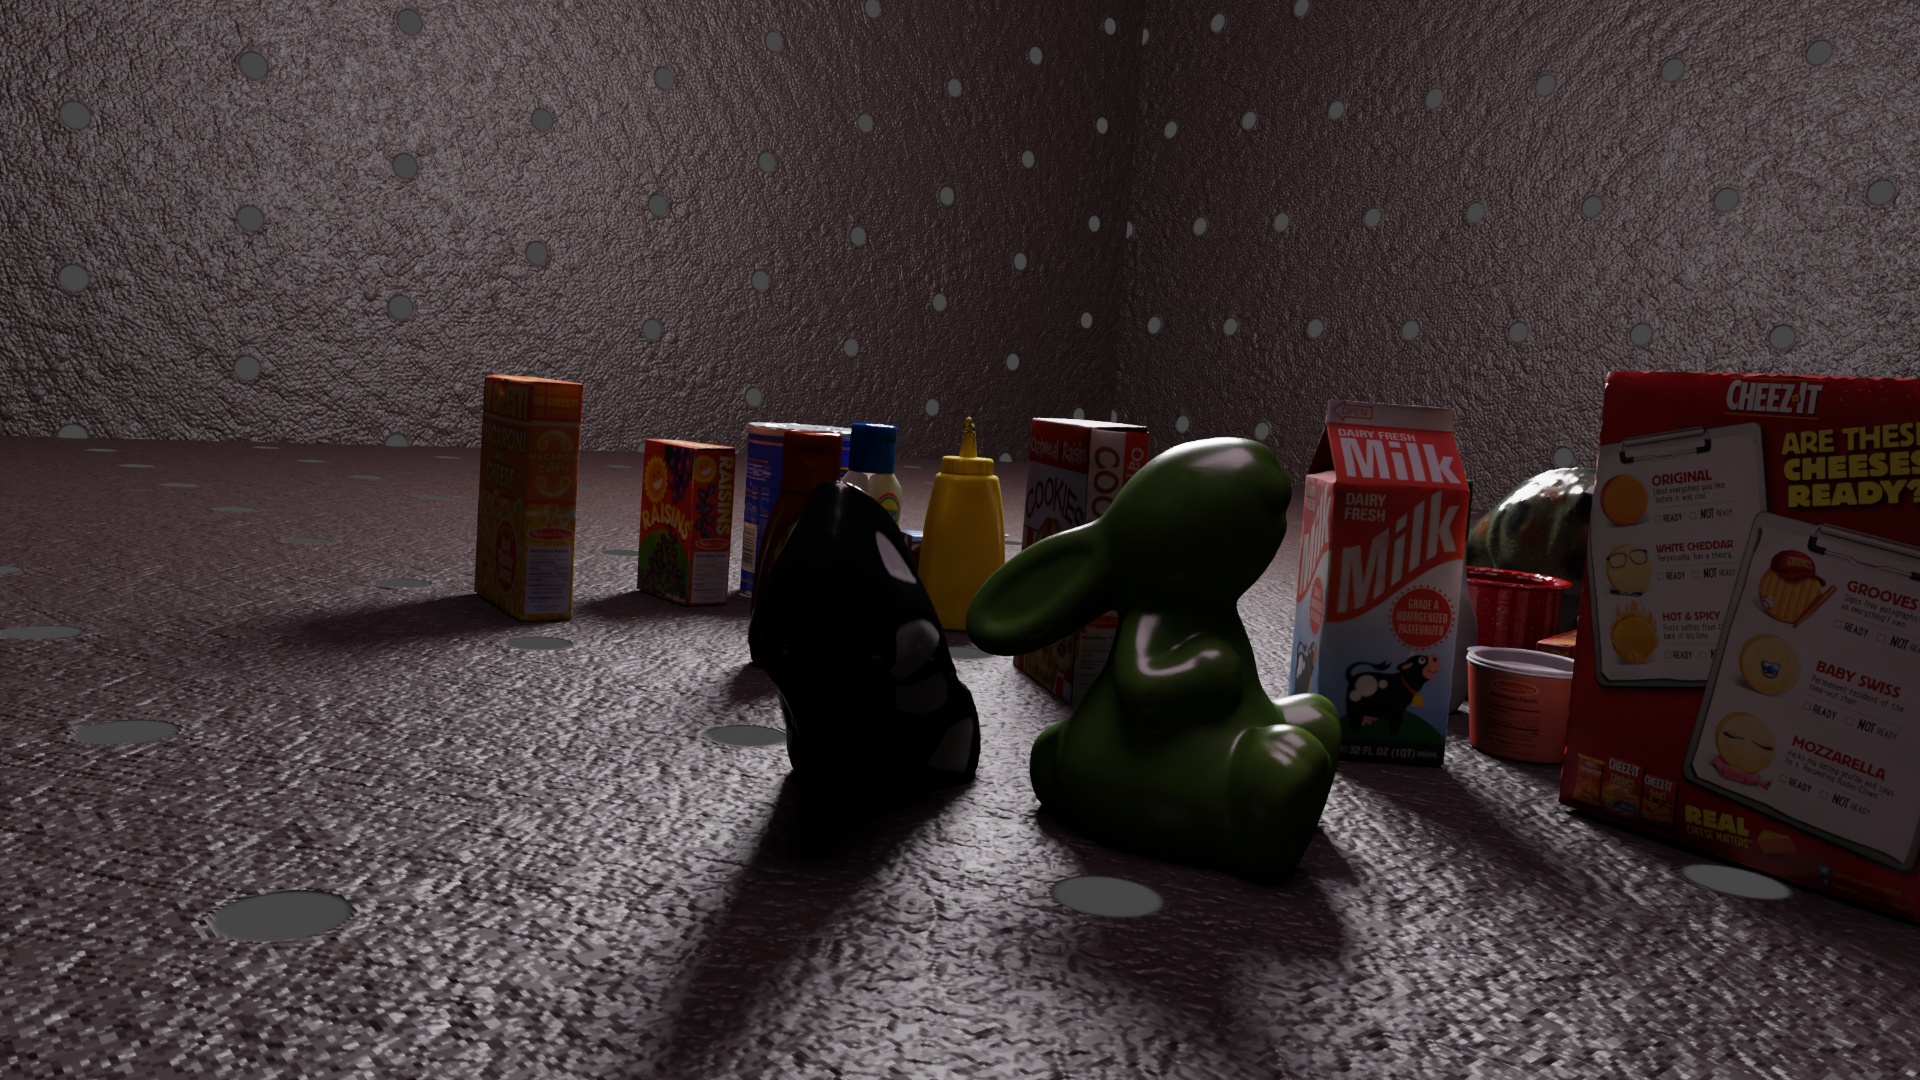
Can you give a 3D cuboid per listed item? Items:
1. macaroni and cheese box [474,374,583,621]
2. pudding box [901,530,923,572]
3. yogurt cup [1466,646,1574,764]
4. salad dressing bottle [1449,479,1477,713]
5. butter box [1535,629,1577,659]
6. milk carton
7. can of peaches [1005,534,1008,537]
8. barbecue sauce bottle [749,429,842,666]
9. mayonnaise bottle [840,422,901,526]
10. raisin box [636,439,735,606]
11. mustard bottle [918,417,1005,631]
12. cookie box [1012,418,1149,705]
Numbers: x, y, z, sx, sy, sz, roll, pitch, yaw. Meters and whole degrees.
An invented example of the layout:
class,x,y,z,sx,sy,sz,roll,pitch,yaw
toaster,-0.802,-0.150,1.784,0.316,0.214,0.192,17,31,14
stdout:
class,x,y,z,sx,sy,sz,roll,pitch,yaw
macaroni and cheese box,-0.314,-0.034,1.004,0.040,0.166,0.124,0,7,-34
pudding box,-0.013,0.017,1.264,0.084,0.049,0.030,2,6,-21
yogurt cup,0.319,0.093,0.783,0.072,0.054,0.072,4,6,0
salad dressing bottle,0.299,0.034,0.880,0.064,0.147,0.044,2,6,-21
butter box,0.398,0.087,0.897,0.024,0.053,0.104,9,8,40
milk carton,0.228,0.020,0.762,0.072,0.190,0.073,4,6,1
can of peaches,0.005,0.021,1.201,0.071,0.058,0.071,4,6,0
barbecue sauce bottle,-0.097,0.006,0.871,0.065,0.148,0.044,4,6,-5
mayonnaise bottle,-0.073,-0.018,1.098,0.041,0.148,0.065,8,7,32
raisin box,-0.216,-0.016,1.096,0.040,0.123,0.086,-1,8,-39
mustard bottle,0.004,-0.013,1.050,0.065,0.160,0.049,3,6,-15
cookie box,0.074,0.008,0.873,0.040,0.167,0.123,3,6,-14
